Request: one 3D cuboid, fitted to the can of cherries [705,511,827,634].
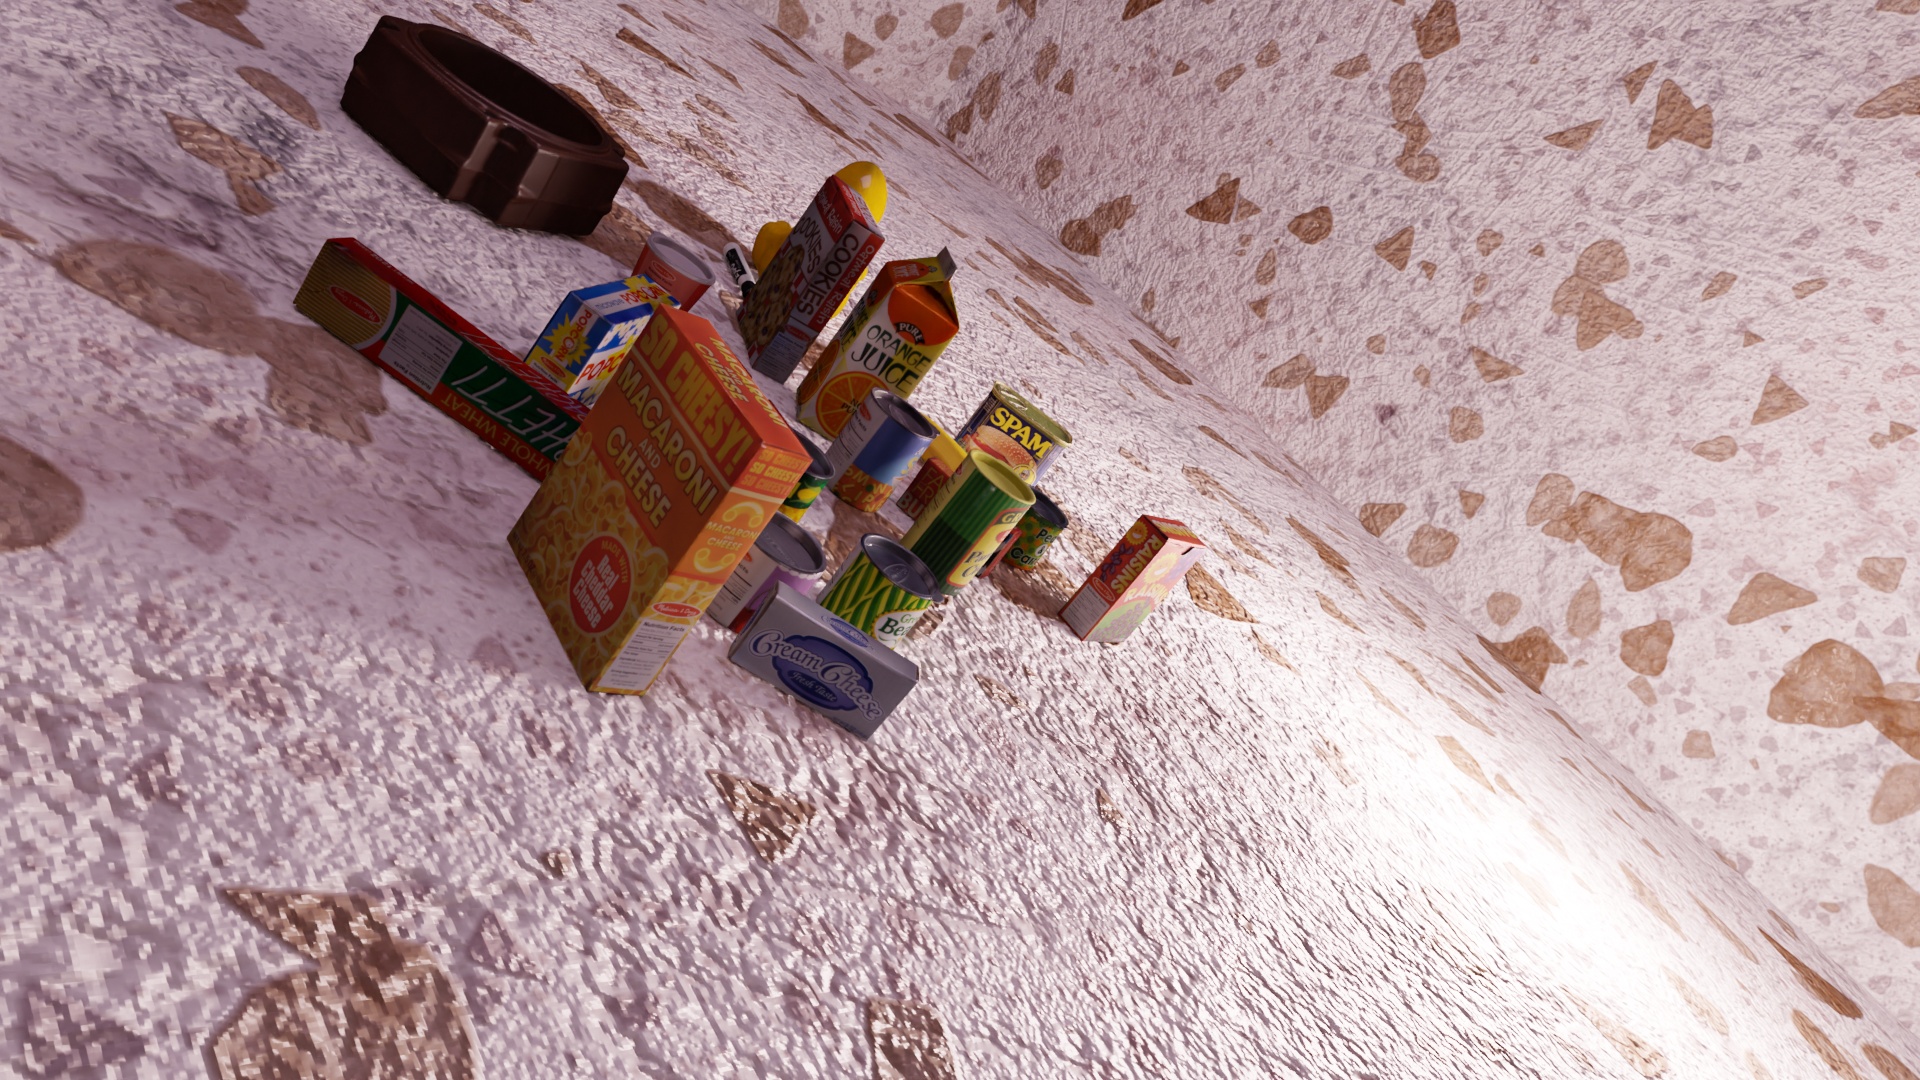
[{"bbox_3d":[-0.125,0.020,0.871,0.071,0.058,0.072,34,19,-13],"label":"can of cherries"}]

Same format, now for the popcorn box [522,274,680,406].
[{"bbox_3d":[-0.251,-0.135,0.961,0.038,0.085,0.127,38,18,-2],"label":"popcorn box"}]

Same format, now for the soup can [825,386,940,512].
[{"bbox_3d":[-0.068,-0.074,1.156,0.071,0.083,0.071,34,19,-13],"label":"soup can"}]

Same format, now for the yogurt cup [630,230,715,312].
[{"bbox_3d":[-0.256,-0.226,1.215,0.072,0.053,0.073,34,19,-13],"label":"yogurt cup"}]

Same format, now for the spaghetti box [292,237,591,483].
[{"bbox_3d":[-0.284,-0.089,0.845,0.250,0.050,0.029,36,18,-6],"label":"spaghetti box"}]

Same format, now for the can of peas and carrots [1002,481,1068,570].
[{"bbox_3d":[0.059,-0.012,1.288,0.071,0.058,0.071,34,19,-13],"label":"can of peas and carrots"}]

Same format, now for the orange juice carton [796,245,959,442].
[{"bbox_3d":[-0.064,-0.175,1.233,0.073,0.192,0.072,31,19,-22],"label":"orange juice carton"}]

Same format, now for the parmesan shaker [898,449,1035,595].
[{"bbox_3d":[0.004,-0.014,1.120,0.071,0.102,0.071,34,19,-13],"label":"parmesan shaker"}]

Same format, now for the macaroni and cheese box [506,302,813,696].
[{"bbox_3d":[-0.162,-0.021,0.729,0.040,0.166,0.124,15,29,-51],"label":"macaroni and cheese box"}]

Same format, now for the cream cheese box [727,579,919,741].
[{"bbox_3d":[-0.082,0.073,0.833,0.104,0.053,0.024,33,19,-15],"label":"cream cheese box"}]

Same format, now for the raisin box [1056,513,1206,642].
[{"bbox_3d":[0.156,0.036,1.252,0.040,0.123,0.086,48,20,27],"label":"raisin box"}]

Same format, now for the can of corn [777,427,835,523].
[{"bbox_3d":[-0.135,-0.045,1.004,0.071,0.058,0.071,34,19,-13],"label":"can of corn"}]

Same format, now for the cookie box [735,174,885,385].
[{"bbox_3d":[-0.143,-0.244,1.289,0.040,0.167,0.123,28,21,-30],"label":"cookie box"}]

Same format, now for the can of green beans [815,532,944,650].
[{"bbox_3d":[-0.057,0.038,0.955,0.071,0.057,0.071,34,19,-13],"label":"can of green beans"}]

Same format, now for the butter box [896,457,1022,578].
[{"bbox_3d":[-0.002,-0.020,1.202,0.103,0.053,0.024,42,18,11],"label":"butter box"}]
